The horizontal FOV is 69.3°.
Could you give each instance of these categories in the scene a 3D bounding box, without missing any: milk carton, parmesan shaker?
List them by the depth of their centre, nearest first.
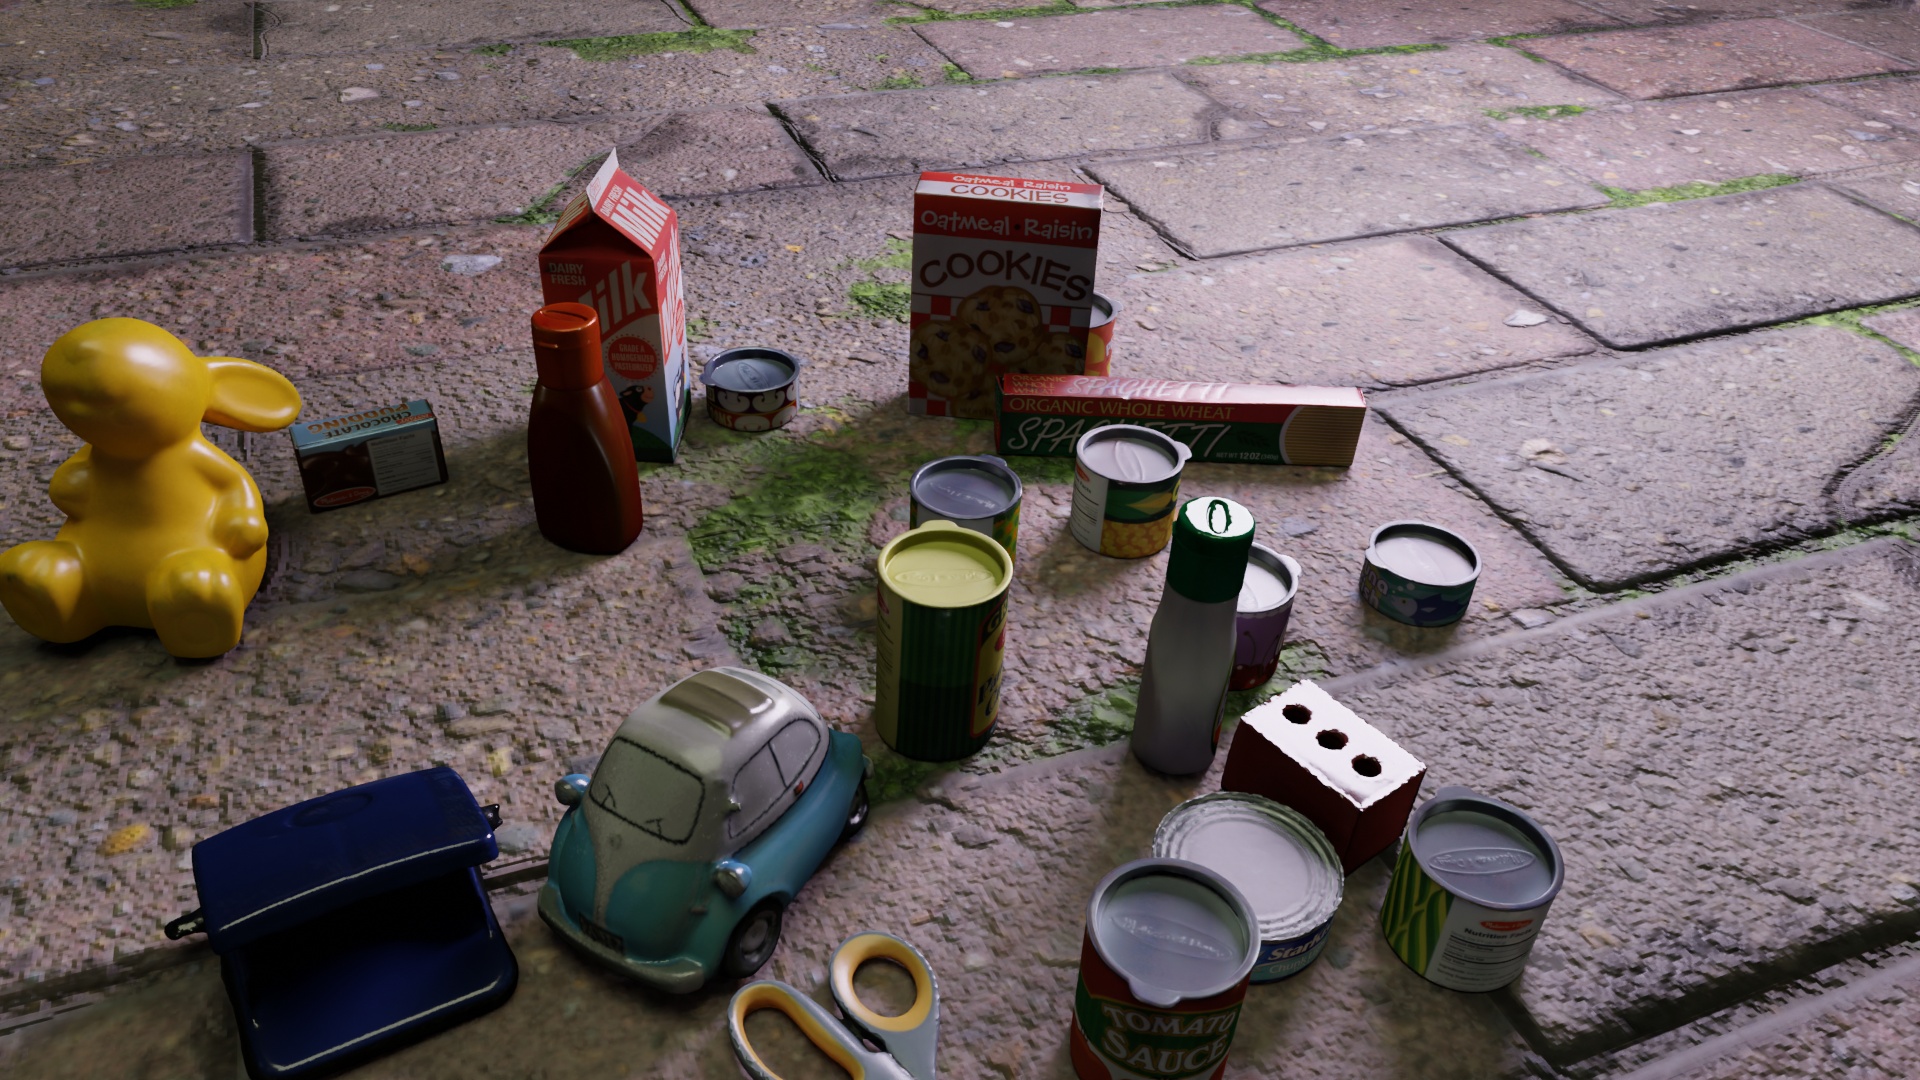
[{"bbox_3d":[-0.010,0.051,0.706,0.071,0.102,0.072,2,36,-2],"label":"parmesan shaker"},{"bbox_3d":[-0.220,-0.148,0.890,0.073,0.189,0.073,3,36,-1],"label":"milk carton"}]

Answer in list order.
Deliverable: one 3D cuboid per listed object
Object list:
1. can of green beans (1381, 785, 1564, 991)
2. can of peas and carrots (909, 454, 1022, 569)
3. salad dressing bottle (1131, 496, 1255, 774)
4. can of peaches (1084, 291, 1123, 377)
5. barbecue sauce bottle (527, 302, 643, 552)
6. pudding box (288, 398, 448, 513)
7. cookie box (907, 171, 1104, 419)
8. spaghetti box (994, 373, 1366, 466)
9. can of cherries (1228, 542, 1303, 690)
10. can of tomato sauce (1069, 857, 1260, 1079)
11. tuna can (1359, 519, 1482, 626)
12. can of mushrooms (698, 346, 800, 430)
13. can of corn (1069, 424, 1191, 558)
[{"bbox_3d":[0.227,0.157,0.619,0.071,0.057,0.071,2,36,-2],"label":"can of green beans"},{"bbox_3d":[0.003,-0.010,0.830,0.071,0.058,0.071,2,36,-2],"label":"can of peas and carrots"},{"bbox_3d":[0.115,0.048,0.683,0.044,0.146,0.064,7,36,6],"label":"salad dressing bottle"},{"bbox_3d":[0.082,-0.147,1.025,0.071,0.057,0.071,2,36,-2],"label":"can of peaches"},{"bbox_3d":[-0.223,-0.064,0.809,0.065,0.147,0.044,13,37,13],"label":"barbecue sauce bottle"},{"bbox_3d":[-0.369,-0.054,0.866,0.084,0.049,0.030,-17,41,-26],"label":"pudding box"},{"bbox_3d":[0.028,-0.163,0.950,0.123,0.166,0.040,5,36,3],"label":"cookie box"},{"bbox_3d":[0.148,-0.082,0.948,0.250,0.049,0.029,2,36,-2],"label":"spaghetti box"},{"bbox_3d":[0.152,0.041,0.772,0.071,0.058,0.072,2,36,-2],"label":"can of cherries"},{"bbox_3d":[0.079,0.181,0.553,0.071,0.082,0.071,2,36,-2],"label":"can of tomato sauce"},{"bbox_3d":[0.273,0.020,0.833,0.071,0.032,0.071,2,36,-2],"label":"tuna can"},{"bbox_3d":[-0.147,-0.106,0.971,0.071,0.033,0.071,2,36,-2],"label":"can of mushrooms"},{"bbox_3d":[0.105,-0.031,0.867,0.071,0.058,0.071,2,36,-2],"label":"can of corn"}]
